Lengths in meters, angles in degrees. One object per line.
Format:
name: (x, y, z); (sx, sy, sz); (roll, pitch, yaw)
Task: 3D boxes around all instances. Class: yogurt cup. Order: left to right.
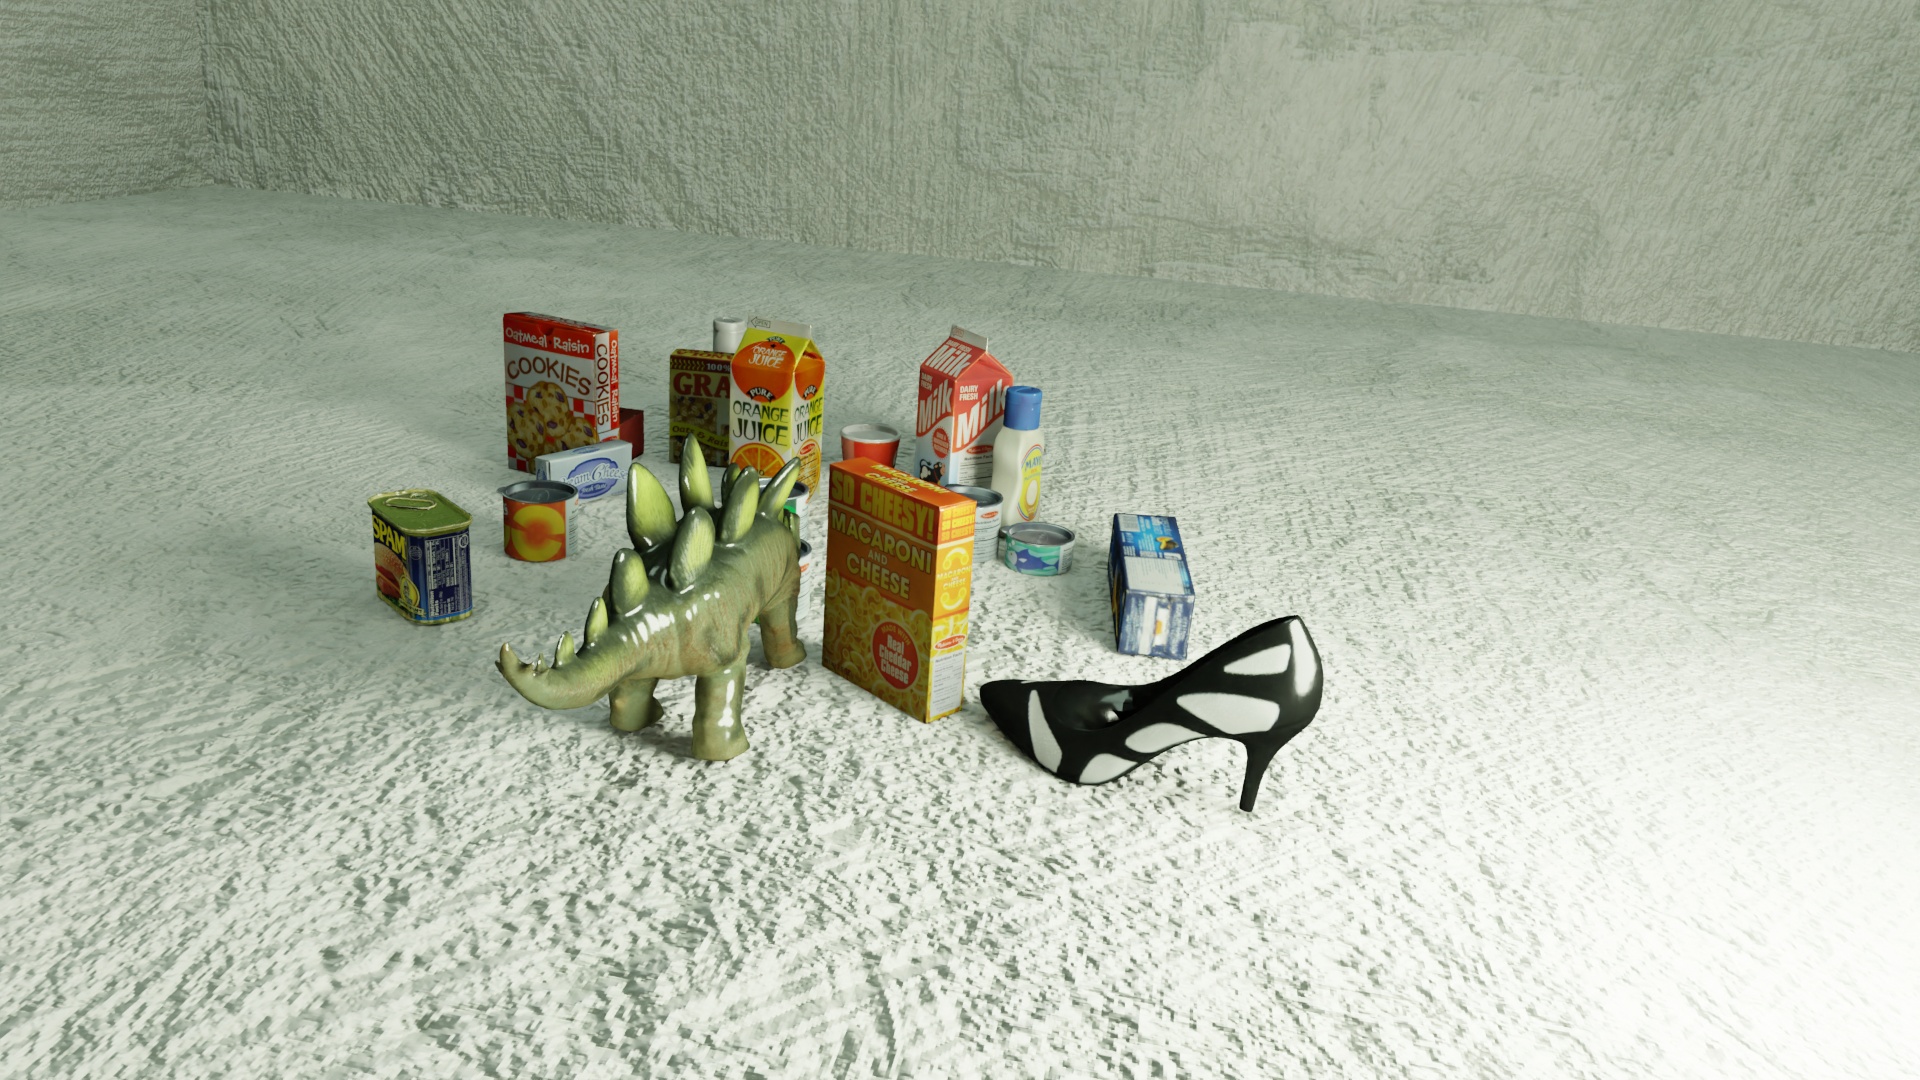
yogurt cup: (-0.101, -0.096, 1.541); (0.072, 0.053, 0.072); (4, 20, -1)

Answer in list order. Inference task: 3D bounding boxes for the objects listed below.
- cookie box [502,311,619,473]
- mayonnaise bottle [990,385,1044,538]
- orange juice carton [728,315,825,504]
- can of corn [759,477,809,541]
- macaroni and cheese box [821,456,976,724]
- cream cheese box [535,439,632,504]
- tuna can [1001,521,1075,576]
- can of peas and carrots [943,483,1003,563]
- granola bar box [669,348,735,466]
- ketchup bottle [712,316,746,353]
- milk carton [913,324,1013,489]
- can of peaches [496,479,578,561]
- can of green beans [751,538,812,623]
cookie box: (-0.417, -0.147, 1.449); (0.123, 0.166, 0.040); (13, 21, 24)
mayonnaise bottle: (0.058, -0.079, 1.389); (0.041, 0.147, 0.065); (16, 23, 31)
orange juice carton: (-0.187, -0.130, 1.412); (0.072, 0.192, 0.073); (11, 20, 18)
can of corn: (-0.180, -0.023, 1.315); (0.071, 0.058, 0.071); (4, 20, -1)
macaroni and cheese box: (-0.048, 0.034, 1.027); (0.040, 0.165, 0.124); (-14, 27, -42)
cream cheese box: (-0.378, -0.066, 1.401); (0.024, 0.053, 0.104); (18, 24, 35)
tuna can: (0.072, 0.007, 1.322); (0.071, 0.032, 0.071); (4, 20, -1)
can of peas and carrots: (0.005, -0.017, 1.337); (0.071, 0.058, 0.071); (4, 20, -1)
granola bar box: (-0.238, -0.143, 1.539); (0.166, 0.123, 0.039); (5, 19, 2)
ketchup bottle: (-0.268, -0.182, 1.604); (0.044, 0.148, 0.065); (-7, 23, -30)
milk carton: (0.003, -0.123, 1.438); (0.074, 0.189, 0.072); (-8, 23, -32)
can of peaches: (-0.383, -0.018, 1.259); (0.071, 0.057, 0.071); (4, 20, -1)
can of green beans: (-0.159, 0.032, 1.168); (0.071, 0.057, 0.071); (4, 20, -1)
